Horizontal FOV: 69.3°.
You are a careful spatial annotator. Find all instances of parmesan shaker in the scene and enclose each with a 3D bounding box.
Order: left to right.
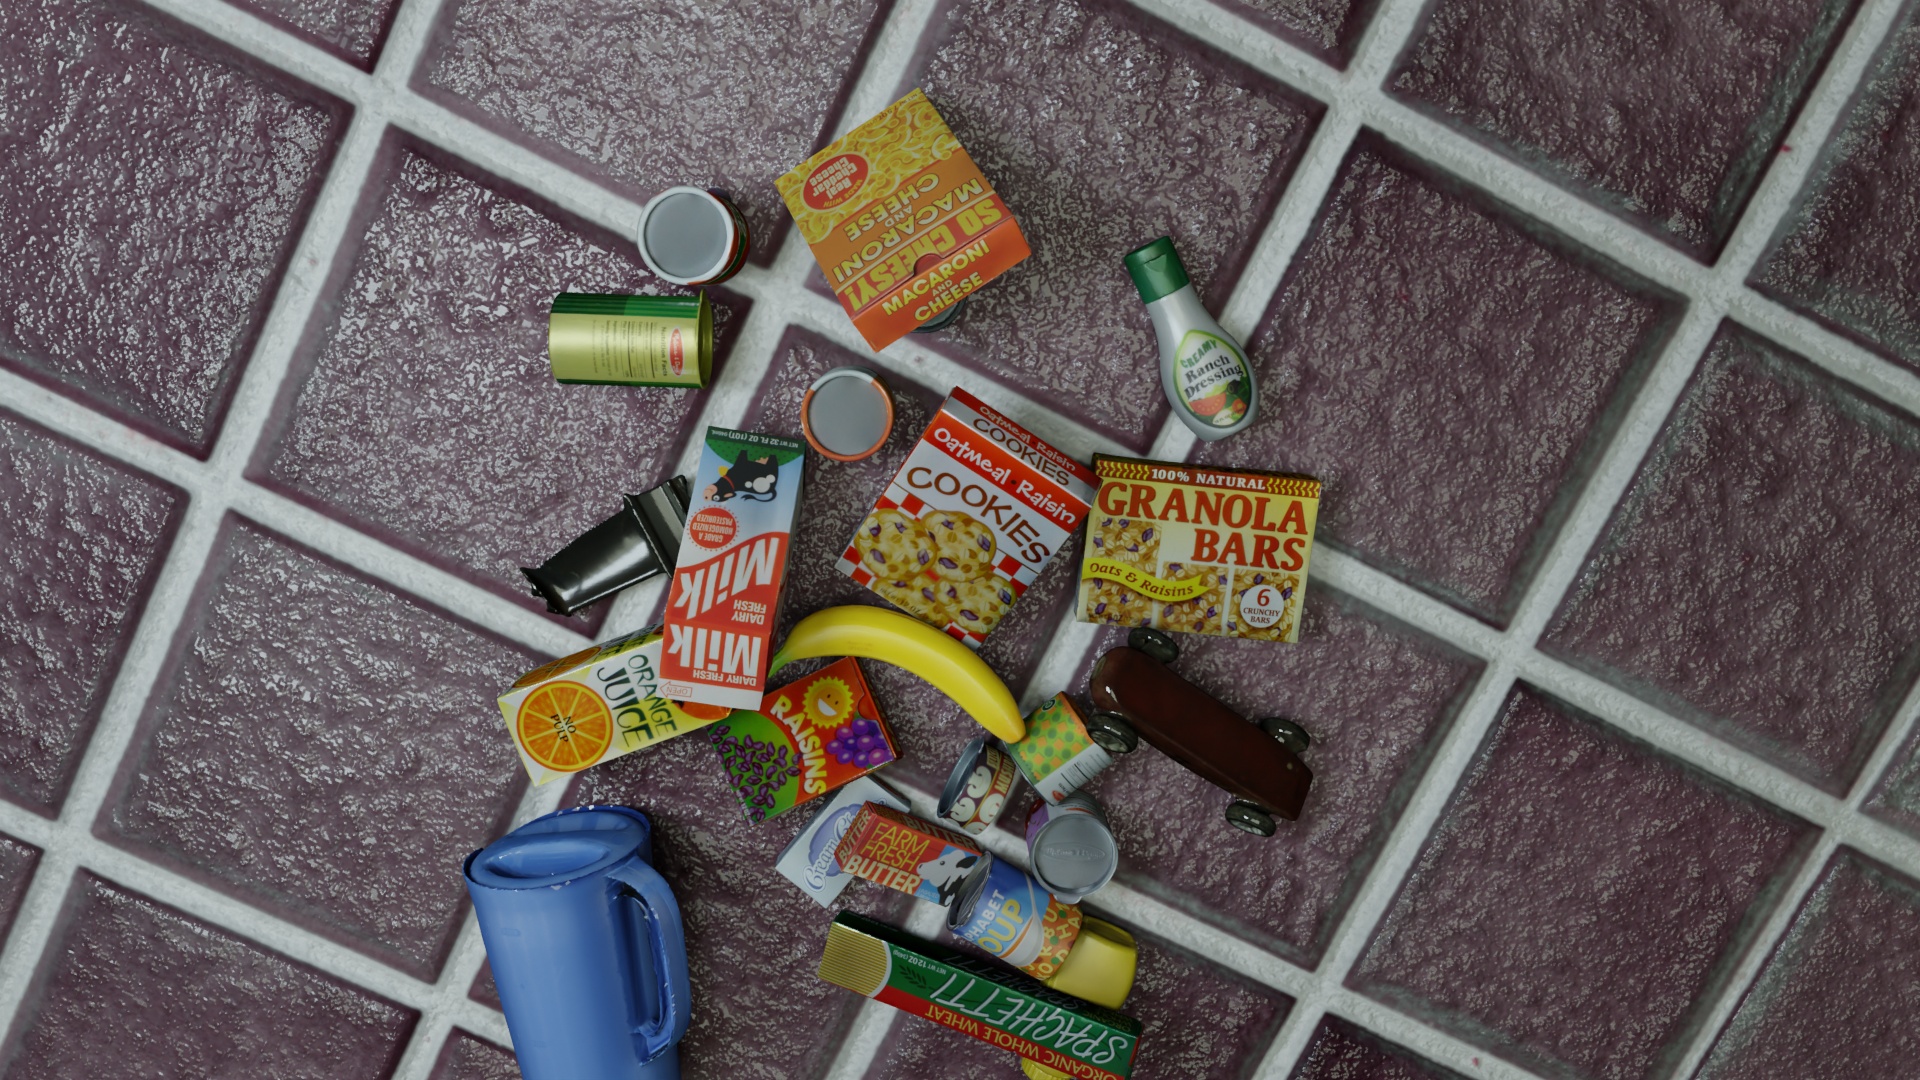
[{"bbox_3d":[-0.231,-0.144,0.981,0.103,0.071,0.071,2,100,-1],"label":"parmesan shaker"}]

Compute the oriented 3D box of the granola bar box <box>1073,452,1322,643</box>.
[{"bbox_3d":[0.173,0.005,1.029,0.166,0.039,0.124,6,100,-2],"label":"granola bar box"}]

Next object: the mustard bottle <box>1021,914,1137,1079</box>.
[{"bbox_3d":[0.083,0.373,1.082,0.065,0.049,0.160,24,99,1],"label":"mustard bottle"}]

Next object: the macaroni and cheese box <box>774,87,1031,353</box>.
[{"bbox_3d":[-0.043,-0.218,0.932,0.123,0.167,0.040,-32,141,4],"label":"macaroni and cheese box"}]

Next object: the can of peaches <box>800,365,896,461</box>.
[{"bbox_3d":[-0.079,-0.089,0.997,0.071,0.058,0.071,0,99,-1],"label":"can of peaches"}]

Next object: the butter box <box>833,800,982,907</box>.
[{"bbox_3d":[-0.039,0.237,1.050,0.103,0.024,0.053,27,101,-28],"label":"butter box"}]

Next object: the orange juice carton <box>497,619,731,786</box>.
[{"bbox_3d":[-0.229,0.106,1.019,0.193,0.072,0.073,-20,100,2],"label":"orange juice carton"}]

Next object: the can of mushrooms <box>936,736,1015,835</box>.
[{"bbox_3d":[0.013,0.183,1.039,0.033,0.071,0.071,29,98,-6],"label":"can of mushrooms"}]

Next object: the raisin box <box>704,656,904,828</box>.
[{"bbox_3d":[-0.116,0.149,1.034,0.123,0.040,0.086,-25,79,2],"label":"raisin box"}]

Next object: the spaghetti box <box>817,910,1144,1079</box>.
[{"bbox_3d":[0.014,0.348,1.054,0.250,0.029,0.050,17,99,12],"label":"spaghetti box"}]

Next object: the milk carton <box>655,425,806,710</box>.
[{"bbox_3d":[-0.156,0.023,0.958,0.072,0.073,0.191,8,63,-4],"label":"milk carton"}]

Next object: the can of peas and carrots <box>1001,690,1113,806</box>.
[{"bbox_3d":[0.071,0.153,1.038,0.058,0.071,0.071,-37,98,4],"label":"can of peas and carrots"}]

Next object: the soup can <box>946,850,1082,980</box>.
[{"bbox_3d":[0.041,0.287,1.055,0.084,0.071,0.071,31,98,-6],"label":"soup can"}]

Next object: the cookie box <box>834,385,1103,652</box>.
[{"bbox_3d":[0.004,-0.012,0.986,0.123,0.040,0.166,32,126,-6],"label":"cookie box"}]

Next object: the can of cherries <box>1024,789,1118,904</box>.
[{"bbox_3d":[0.082,0.231,1.054,0.071,0.058,0.071,0,100,-2],"label":"can of cherries"}]

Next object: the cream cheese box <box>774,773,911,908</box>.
[{"bbox_3d":[-0.090,0.226,1.066,0.053,0.024,0.103,39,96,-6],"label":"cream cheese box"}]

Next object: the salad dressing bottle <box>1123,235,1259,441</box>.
[{"bbox_3d":[0.165,-0.145,1.001,0.064,0.044,0.147,-27,99,4],"label":"salad dressing bottle"}]

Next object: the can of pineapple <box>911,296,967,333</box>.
[{"bbox_3d":[-0.027,-0.182,0.983,0.071,0.058,0.071,0,100,-2],"label":"can of pineapple"}]

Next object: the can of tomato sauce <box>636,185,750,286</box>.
[{"bbox_3d":[-0.183,-0.211,0.962,0.071,0.083,0.071,0,100,-1],"label":"can of tomato sauce"}]
